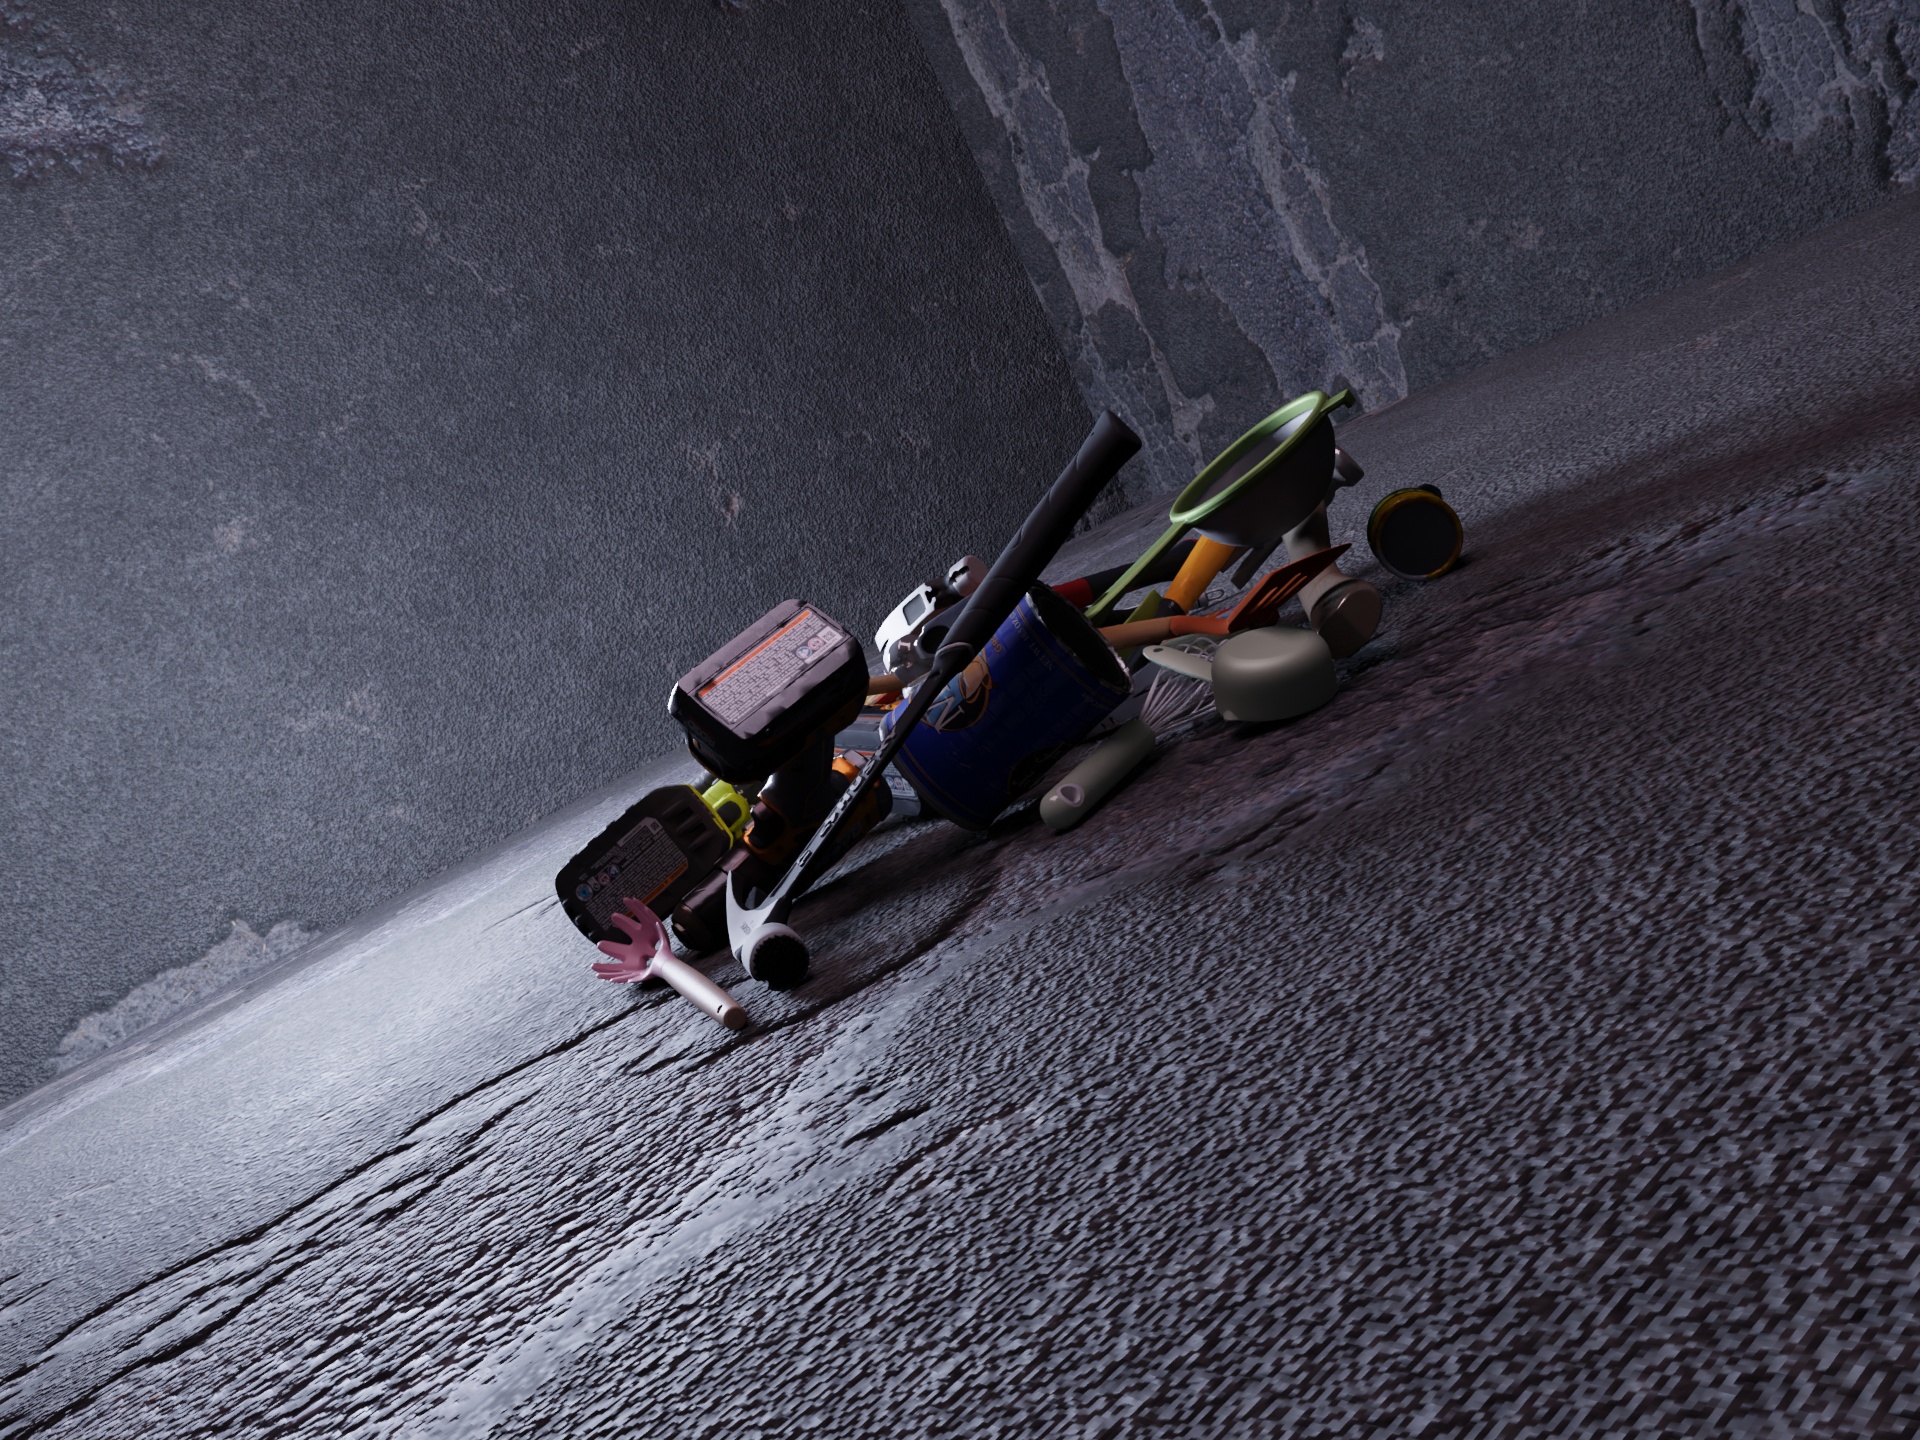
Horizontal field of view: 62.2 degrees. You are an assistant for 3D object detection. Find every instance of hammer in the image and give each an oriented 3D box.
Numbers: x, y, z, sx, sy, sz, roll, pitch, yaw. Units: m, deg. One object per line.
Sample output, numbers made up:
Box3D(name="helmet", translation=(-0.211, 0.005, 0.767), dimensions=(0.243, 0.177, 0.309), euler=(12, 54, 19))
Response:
Box3D(name="hammer", translation=(-0.015, -0.023, 0.979), dimensions=(0.409, 0.036, 0.149), euler=(-54, 19, -6))
Box3D(name="hammer", translation=(0.067, -0.092, 1.483), dimensions=(0.334, 0.035, 0.146), euler=(0, -27, -48))
Box3D(name="hammer", translation=(0.257, -0.113, 1.193), dimensions=(0.146, 0.038, 0.411), euler=(-45, 8, 19))
Box3D(name="hammer", translation=(0.110, -0.111, 1.308), dimensions=(0.143, 0.038, 0.386), euler=(-30, -6, 41))
Box3D(name="hammer", translation=(0.185, -0.107, 1.283), dimensions=(0.127, 0.034, 0.337), euler=(-29, 18, 44))

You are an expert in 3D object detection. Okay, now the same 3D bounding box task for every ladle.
Box3D(name="ladle", translation=(0.040, -0.063, 1.433), dimensions=(0.320, 0.062, 0.078), euler=(-10, -16, -13))

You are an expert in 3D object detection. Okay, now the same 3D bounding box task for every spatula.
Box3D(name="spatula", translation=(0.134, -0.072, 1.118), dimensions=(0.081, 0.041, 0.323), euler=(-21, 8, -36))

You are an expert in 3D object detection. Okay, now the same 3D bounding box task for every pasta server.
Box3D(name="pasta server", translation=(-0.184, 0.159, 1.007), dimensions=(0.060, 0.040, 0.316), euler=(-65, 19, -9))

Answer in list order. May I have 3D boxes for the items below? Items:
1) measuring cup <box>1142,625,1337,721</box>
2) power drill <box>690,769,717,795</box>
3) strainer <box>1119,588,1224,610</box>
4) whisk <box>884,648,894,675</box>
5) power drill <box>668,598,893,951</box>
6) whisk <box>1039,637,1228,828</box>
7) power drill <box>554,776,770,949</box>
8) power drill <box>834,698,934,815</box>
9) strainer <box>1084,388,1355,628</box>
Box3D(name="measuring cup", translation=(0.169, -0.042, 1.021), dimensions=(0.083, 0.038, 0.168), euler=(-25, 26, -25))
Box3D(name="power drill", translation=(-0.231, 0.061, 1.423), dimensions=(0.219, 0.078, 0.143), euler=(-50, -12, 17))
Box3D(name="strainer", translation=(0.145, -0.099, 1.636), dimensions=(0.258, 0.086, 0.050), euler=(-14, 47, 10))
Box3D(name="whisk", translation=(-0.016, -0.023, 1.474), dimensions=(0.070, 0.070, 0.285), euler=(-27, 24, -7))
Box3D(name="power drill", translation=(-0.133, 0.048, 1.076), dimensions=(0.185, 0.084, 0.226), euler=(-40, -29, -24))
Box3D(name="whisk", translation=(0.120, 0.007, 1.042), dimensions=(0.246, 0.058, 0.059), euler=(-38, -21, -46))
Box3D(name="power drill", translation=(-0.203, 0.086, 1.253), dimensions=(0.190, 0.080, 0.228), euler=(-40, -2, 15))
Box3D(name="power drill", translation=(-0.002, -0.004, 1.290), dimensions=(0.226, 0.084, 0.164), euler=(-28, 21, -37))
Box3D(name="strainer", translation=(0.202, -0.144, 1.216), dimensions=(0.256, 0.069, 0.151), euler=(-45, 11, -7))
